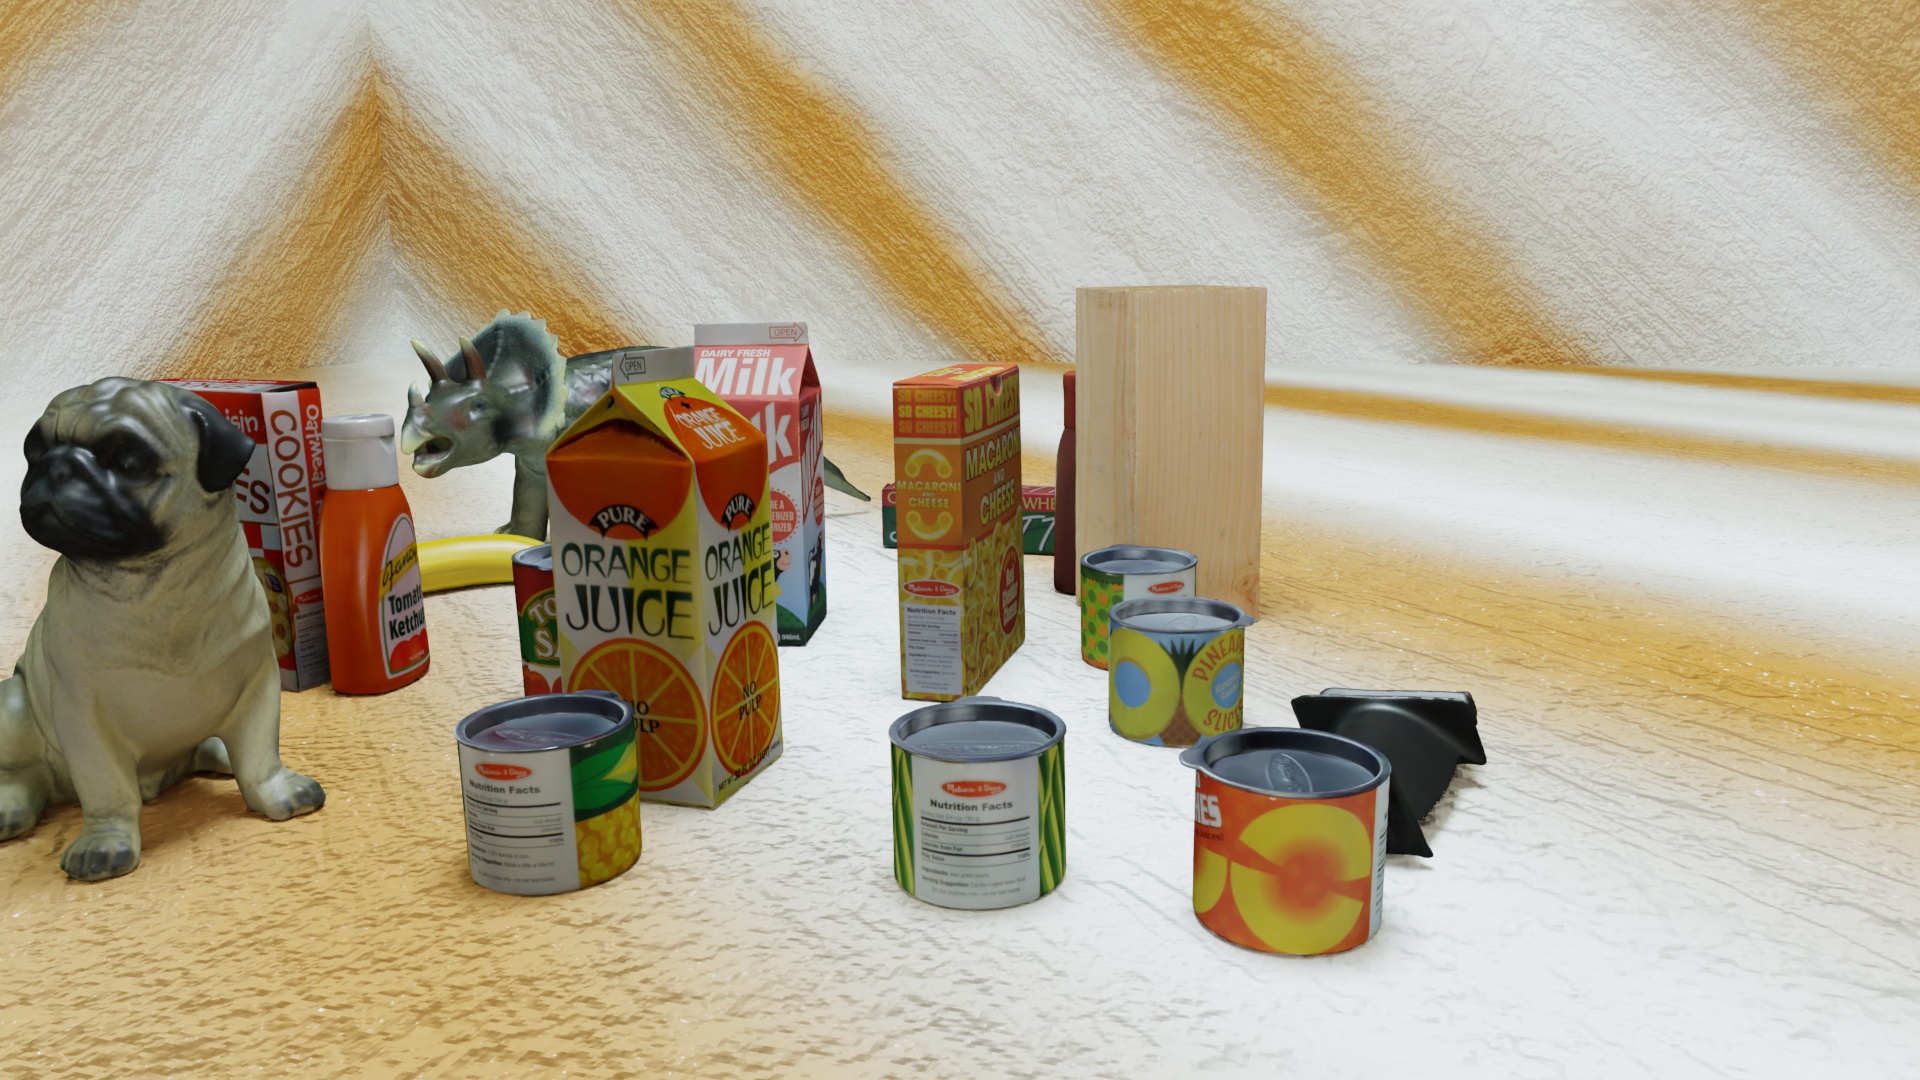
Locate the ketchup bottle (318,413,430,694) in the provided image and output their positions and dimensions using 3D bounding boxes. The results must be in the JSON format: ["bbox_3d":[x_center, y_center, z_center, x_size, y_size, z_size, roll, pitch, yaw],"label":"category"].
[{"bbox_3d":[-0.325,0.006,0.763,0.043,0.148,0.065,0,12,6],"label":"ketchup bottle"}]

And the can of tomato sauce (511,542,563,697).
[{"bbox_3d":[-0.194,0.046,0.717,0.071,0.083,0.071,-1,12,0],"label":"can of tomato sauce"}]

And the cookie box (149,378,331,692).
[{"bbox_3d":[-0.409,-0.006,0.783,0.123,0.167,0.040,4,13,25],"label":"cookie box"}]

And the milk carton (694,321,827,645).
[{"bbox_3d":[-0.124,-0.037,0.844,0.072,0.190,0.073,0,11,5],"label":"milk carton"}]

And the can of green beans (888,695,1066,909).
[{"bbox_3d":[0.007,0.097,0.520,0.071,0.057,0.071,-1,12,0],"label":"can of green beans"}]

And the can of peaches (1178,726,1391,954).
[{"bbox_3d":[0.112,0.103,0.483,0.071,0.058,0.071,-1,12,0],"label":"can of peaches"}]

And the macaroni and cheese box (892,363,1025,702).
[{"bbox_3d":[0.003,-0.010,0.762,0.040,0.166,0.124,2,12,16],"label":"macaroni and cheese box"}]

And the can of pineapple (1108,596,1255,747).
[{"bbox_3d":[0.106,0.063,0.673,0.071,0.057,0.071,-1,12,0],"label":"can of pineapple"}]

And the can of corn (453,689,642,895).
[{"bbox_3d":[-0.157,0.096,0.539,0.071,0.058,0.071,-1,12,0],"label":"can of corn"}]

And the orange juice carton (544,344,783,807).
[{"bbox_3d":[-0.128,0.012,0.611,0.073,0.192,0.072,3,12,18],"label":"orange juice carton"}]

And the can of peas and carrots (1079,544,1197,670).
[{"bbox_3d":[0.100,0.038,0.789,0.071,0.058,0.071,-1,12,0],"label":"can of peas and carrots"}]

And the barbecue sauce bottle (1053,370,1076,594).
[{"bbox_3d":[0.089,-0.041,0.944,0.043,0.148,0.065,6,13,32],"label":"barbecue sauce bottle"}]

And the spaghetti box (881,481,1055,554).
[{"bbox_3d":[0.059,-0.016,1.065,0.250,0.050,0.029,2,12,16],"label":"spaghetti box"}]
